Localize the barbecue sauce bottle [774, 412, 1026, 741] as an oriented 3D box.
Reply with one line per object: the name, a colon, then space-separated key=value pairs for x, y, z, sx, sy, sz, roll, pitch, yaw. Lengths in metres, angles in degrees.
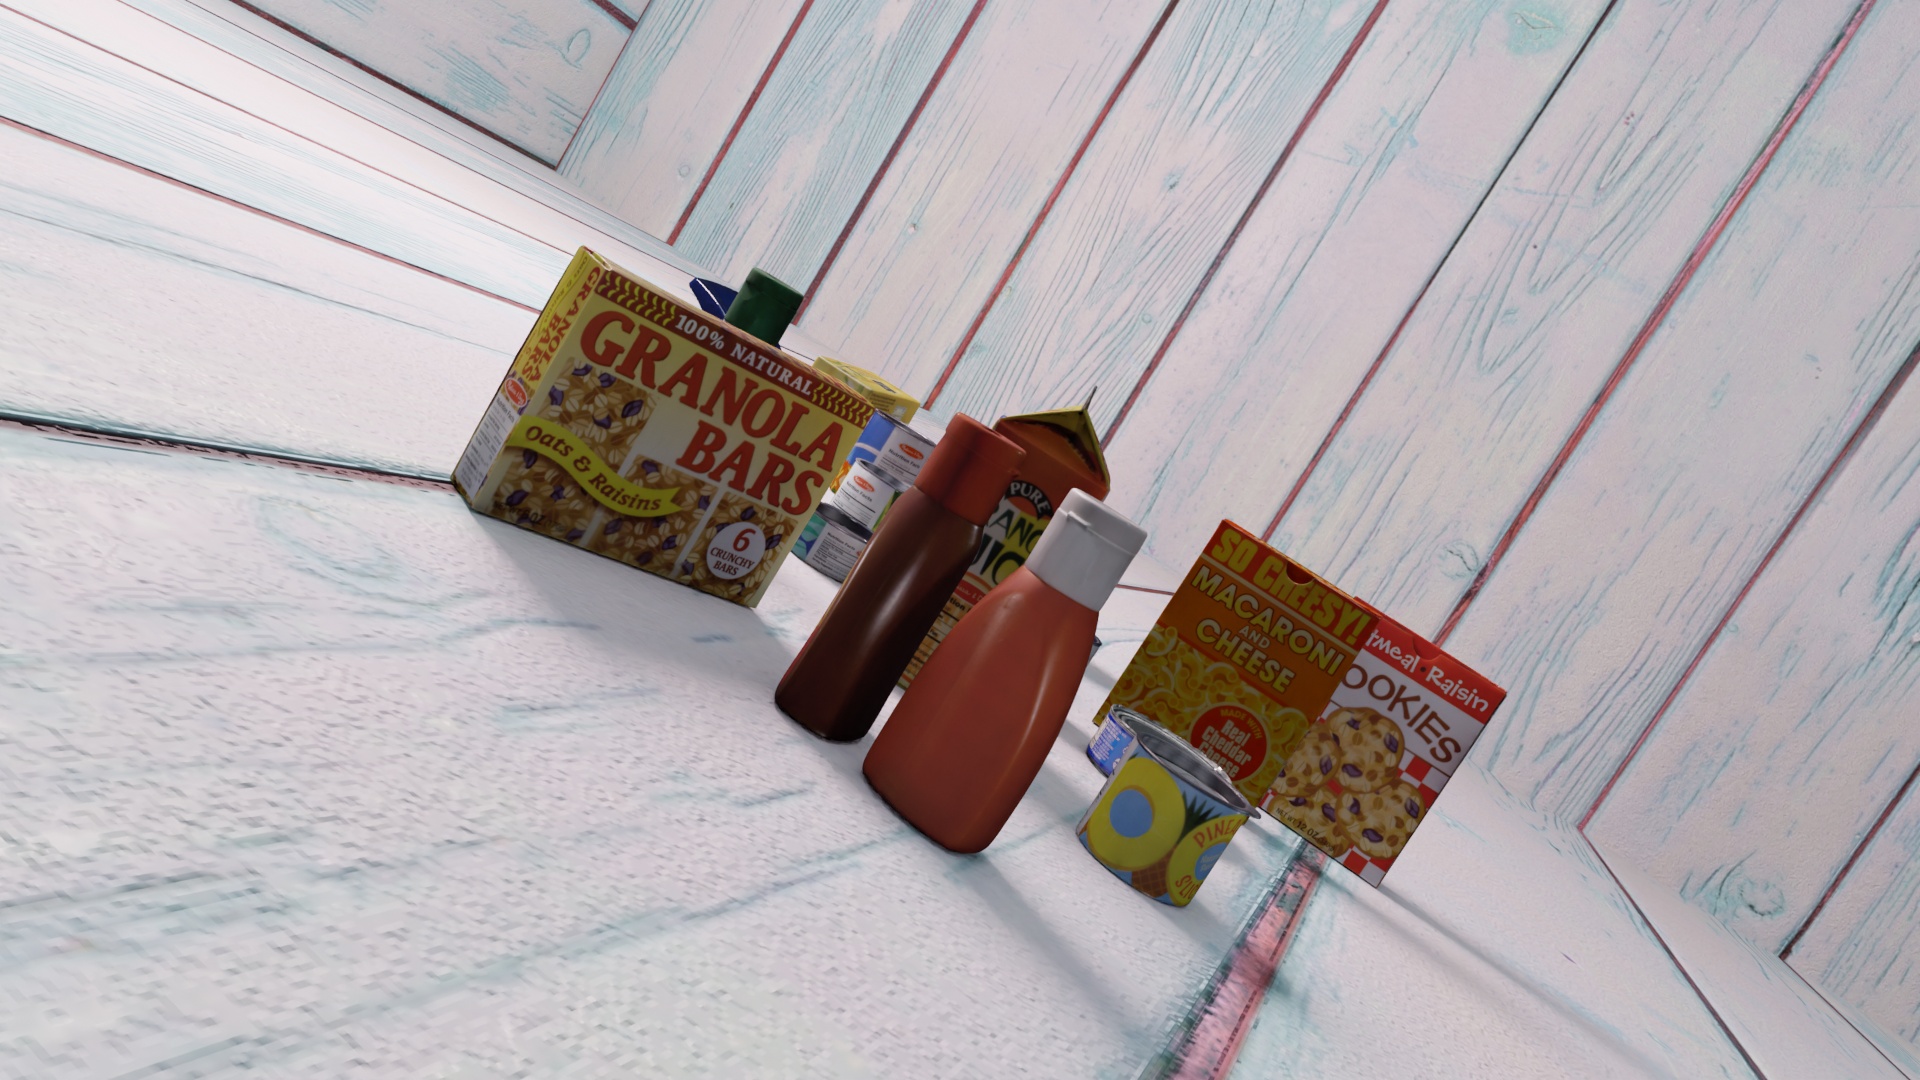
barbecue sauce bottle: x=-0.024 y=0.016 z=0.609 sx=0.044 sy=0.148 sz=0.065 roll=33 pitch=7 yaw=11

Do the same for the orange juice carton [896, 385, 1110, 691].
orange juice carton: x=0.024 y=-0.003 z=0.765 sx=0.073 sy=0.192 sz=0.072 roll=32 pitch=6 yaw=3

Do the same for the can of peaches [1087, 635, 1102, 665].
can of peaches: x=0.047 y=0.072 z=0.896 sx=0.071 sy=0.058 sz=0.071 roll=31 pitch=7 yaw=-4

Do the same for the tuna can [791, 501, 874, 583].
tuna can: x=-0.084 y=0.001 z=0.927 sx=0.071 sy=0.033 sz=0.071 roll=31 pitch=7 yaw=-4

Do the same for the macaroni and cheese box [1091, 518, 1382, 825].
macaroni and cheese box: x=0.187 y=0.087 z=0.940 sx=0.124 sy=0.166 sz=0.040 roll=33 pitch=7 yaw=15

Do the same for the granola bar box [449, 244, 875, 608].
granola bar box: x=-0.138 y=-0.048 z=0.667 sx=0.165 sy=0.124 sz=0.039 roll=25 pitch=9 yaw=-44

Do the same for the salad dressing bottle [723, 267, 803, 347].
salad dressing bottle: x=-0.149 y=-0.097 z=0.859 sx=0.064 sy=0.147 sz=0.044 roll=37 pitch=8 yaw=37

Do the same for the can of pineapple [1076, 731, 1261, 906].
can of pineapple: x=0.100 y=0.136 z=0.675 sx=0.071 sy=0.058 sz=0.071 roll=31 pitch=7 yaw=-4

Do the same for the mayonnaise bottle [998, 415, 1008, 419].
mayonnaise bottle: x=0.003 y=-0.011 z=0.915 sx=0.065 sy=0.148 sz=0.041 roll=34 pitch=7 yaw=18

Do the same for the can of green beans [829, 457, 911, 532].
can of green beans: x=-0.066 y=-0.022 z=1.060 sx=0.071 sy=0.057 sz=0.071 roll=31 pitch=7 yaw=-4

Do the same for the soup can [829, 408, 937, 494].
soup can: x=-0.070 y=-0.067 z=1.251 sx=0.071 sy=0.083 sz=0.071 roll=31 pitch=7 yaw=-4

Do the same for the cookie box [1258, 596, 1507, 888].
cookie box: x=0.293 y=0.143 z=1.001 sx=0.123 sy=0.167 sz=0.040 roll=34 pitch=7 yaw=19

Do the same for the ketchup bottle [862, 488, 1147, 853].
ketchup bottle: x=0.022 y=0.050 z=0.565 sx=0.065 sy=0.148 sz=0.043 roll=36 pitch=8 yaw=32
